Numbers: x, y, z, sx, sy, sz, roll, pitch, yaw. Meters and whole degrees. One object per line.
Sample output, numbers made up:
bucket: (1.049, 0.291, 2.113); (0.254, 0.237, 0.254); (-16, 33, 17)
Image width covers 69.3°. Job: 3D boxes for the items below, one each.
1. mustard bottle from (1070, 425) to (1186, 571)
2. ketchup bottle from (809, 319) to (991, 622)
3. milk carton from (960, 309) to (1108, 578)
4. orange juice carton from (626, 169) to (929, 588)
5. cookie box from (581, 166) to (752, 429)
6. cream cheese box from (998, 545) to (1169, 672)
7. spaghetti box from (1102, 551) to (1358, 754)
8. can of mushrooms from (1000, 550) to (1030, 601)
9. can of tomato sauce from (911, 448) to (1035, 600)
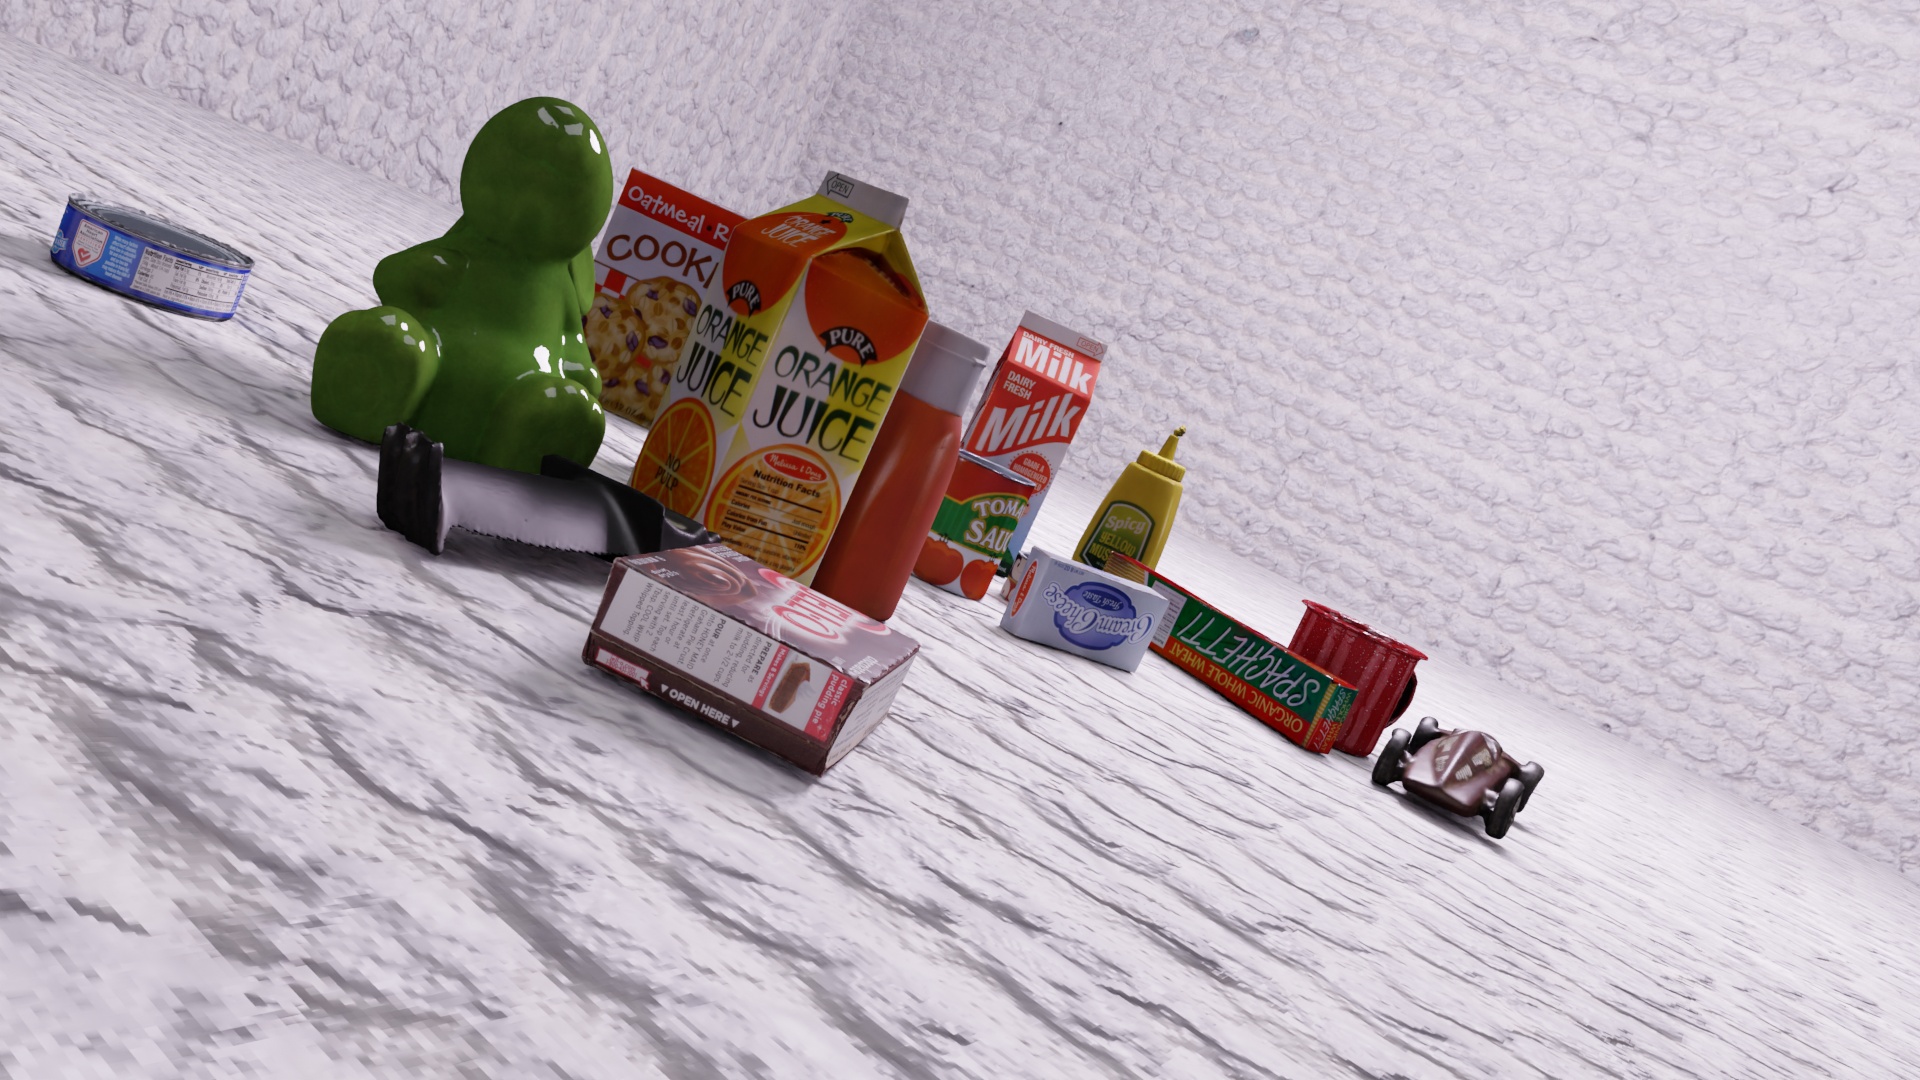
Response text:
mustard bottle: (0.142, -0.021, 1.116); (0.065, 0.160, 0.049); (26, 7, 15)
ketchup bottle: (-0.030, -0.034, 0.683); (0.043, 0.148, 0.065); (28, 7, 30)
milk carton: (0.041, -0.075, 1.058); (0.072, 0.190, 0.073); (24, 6, -6)
orange juice carton: (-0.080, -0.075, 0.637); (0.073, 0.192, 0.072); (19, 8, -41)
cookie box: (-0.206, -0.165, 0.995); (0.123, 0.167, 0.040); (24, 6, 3)
cream cheese box: (0.076, 0.044, 0.852); (0.104, 0.053, 0.024); (19, 8, -35)
spaghetti box: (0.176, 0.073, 0.976); (0.028, 0.050, 0.250); (20, 8, -35)
can of mushrooms: (0.062, 0.034, 0.955); (0.071, 0.033, 0.071); (24, 7, -3)
can of tomato sauce: (0.003, -0.011, 0.895); (0.071, 0.083, 0.071); (24, 7, -3)
